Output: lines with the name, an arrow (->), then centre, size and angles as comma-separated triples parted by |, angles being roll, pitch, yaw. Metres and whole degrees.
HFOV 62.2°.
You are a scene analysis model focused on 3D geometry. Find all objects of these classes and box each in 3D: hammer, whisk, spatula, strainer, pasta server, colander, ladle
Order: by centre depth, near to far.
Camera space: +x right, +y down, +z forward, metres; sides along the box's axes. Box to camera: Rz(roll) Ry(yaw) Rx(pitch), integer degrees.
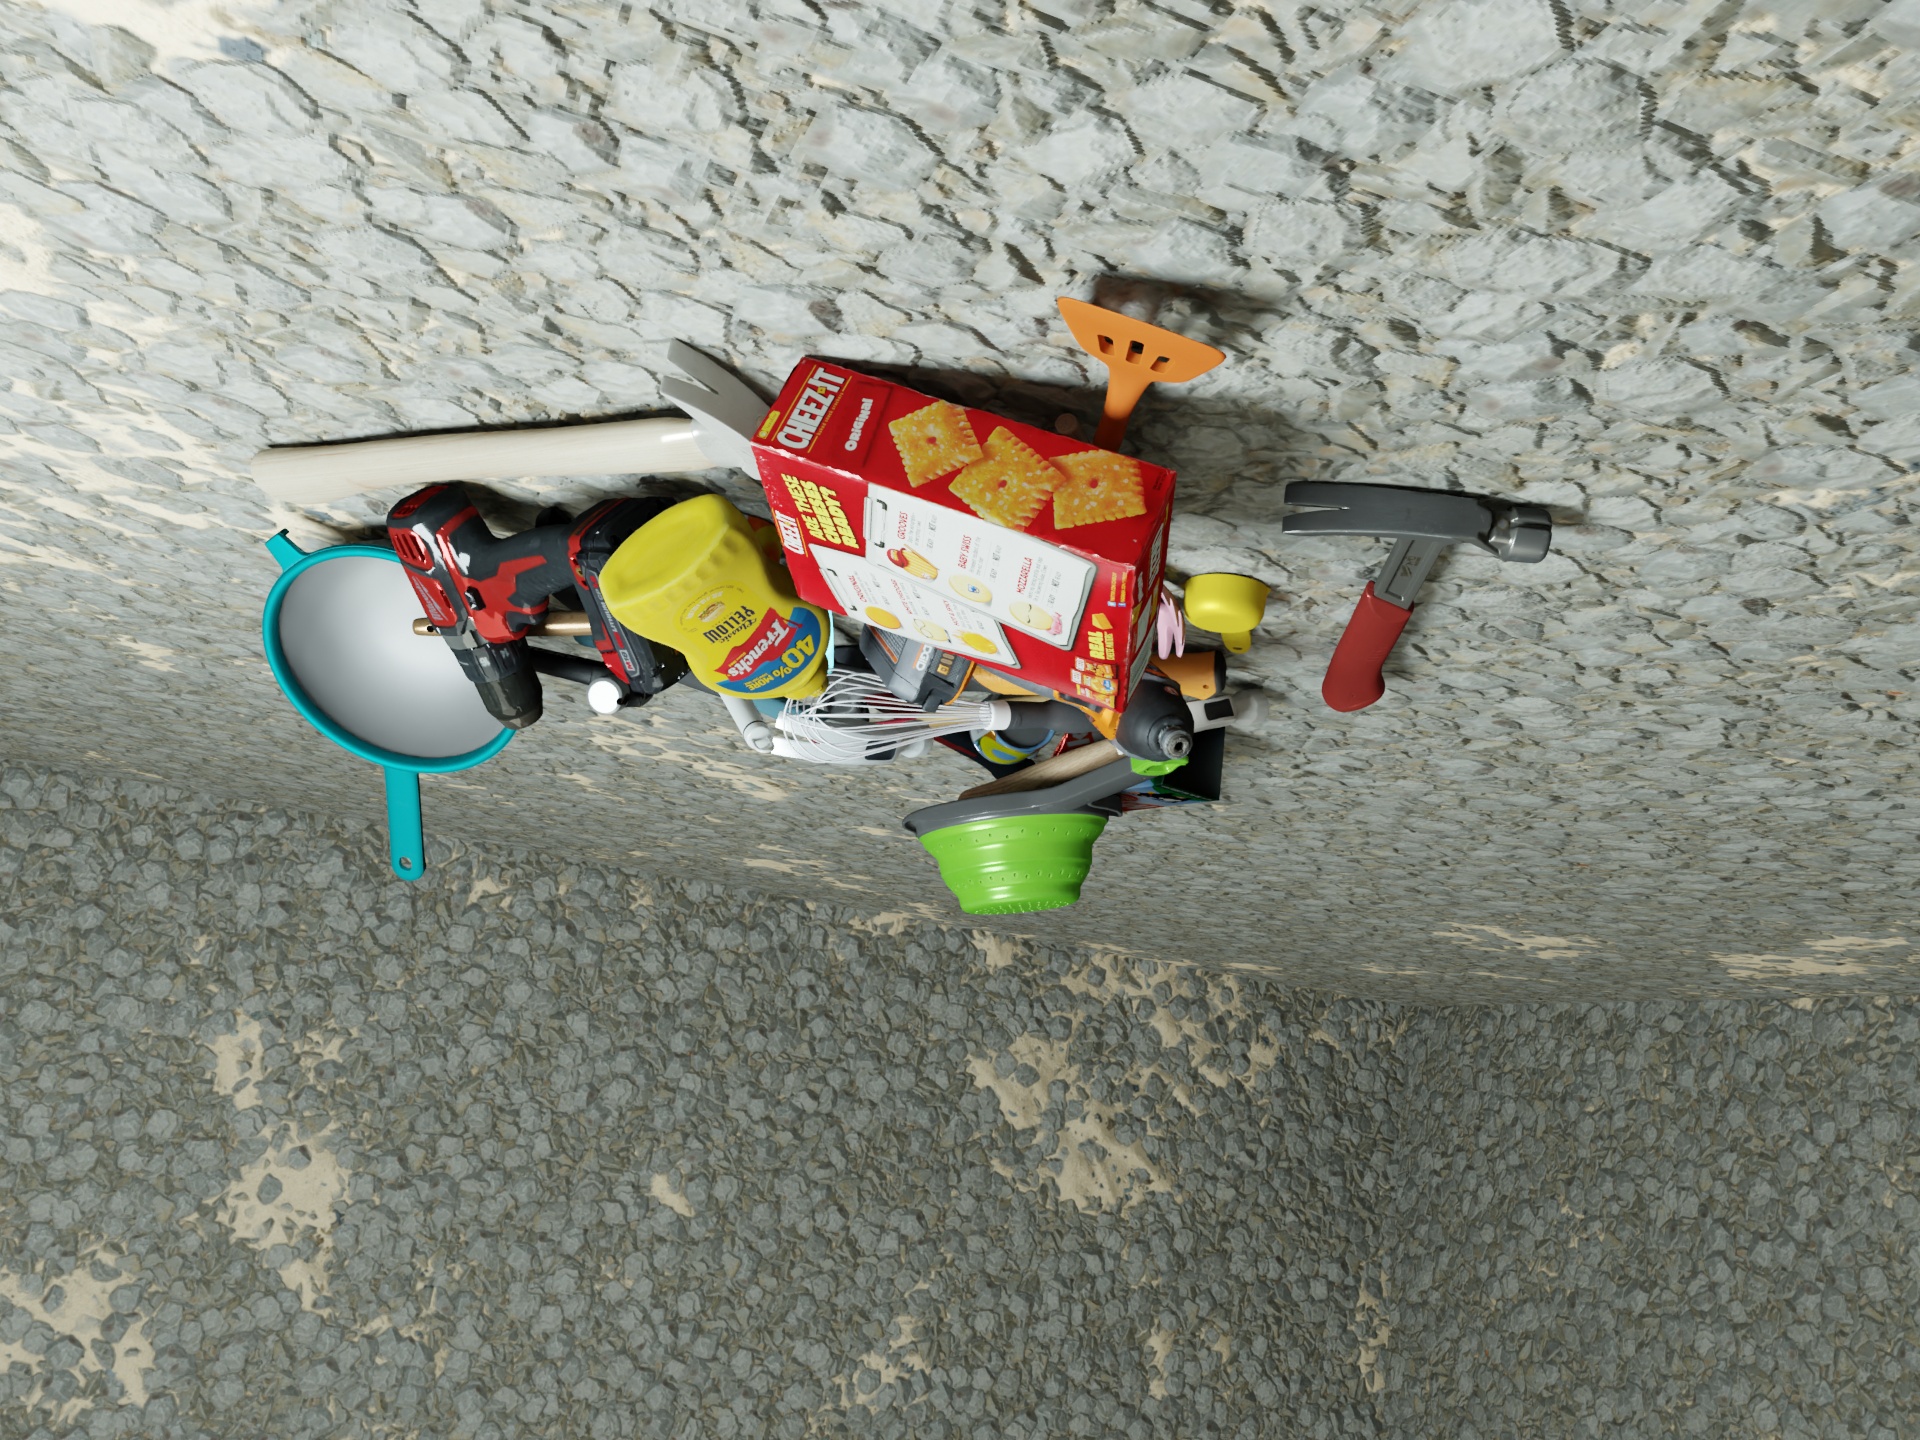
spatula -> 0.072, -0.131, 0.860 | 0.081, 0.041, 0.322 | 20, 156, 3
hammer -> -0.292, -0.168, 0.982 | 0.411, 0.038, 0.146 | 1, 163, 27
pasta server -> 0.098, -0.109, 1.003 | 0.060, 0.040, 0.316 | 13, 168, 20
hammer -> 0.272, -0.071, 1.065 | 0.149, 0.037, 0.359 | 6, 166, 6
spatula -> -0.249, -0.072, 1.170 | 0.317, 0.082, 0.044 | -2, -162, 2
whisk -> -0.002, -0.003, 1.191 | 0.284, 0.070, 0.070 | 0, 172, -30
strainer -> -0.184, -0.045, 1.211 | 0.086, 0.050, 0.259 | -3, -148, -26
hammer -> 0.042, -0.040, 1.274 | 0.337, 0.034, 0.127 | -1, 142, 14
hammer -> -0.187, -0.028, 1.287 | 0.331, 0.033, 0.128 | 21, -165, 31
strainer -> -0.445, -0.017, 1.308 | 0.211, 0.095, 0.340 | 12, 128, 0
ladle -> -0.012, -0.003, 1.379 | 0.315, 0.031, 0.069 | -8, 158, 30
hammer -> -0.424, -0.068, 1.387 | 0.335, 0.035, 0.146 | 13, -167, 7
colander -> 0.085, 0.108, 1.392 | 0.204, 0.094, 0.397 | 1, 166, -25
hammer -> 0.107, 0.035, 1.398 | 0.130, 0.031, 0.331 | -7, 169, -41
hammer -> -0.011, 0.004, 1.519 | 0.143, 0.038, 0.386 | -2, 163, 30

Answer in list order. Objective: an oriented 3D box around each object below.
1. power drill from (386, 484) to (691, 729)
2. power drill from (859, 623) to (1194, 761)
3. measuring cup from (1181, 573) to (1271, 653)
power drill -> -0.277, -0.070, 1.091 | 0.227, 0.080, 0.187 | 5, 127, 30
power drill -> 0.056, -0.032, 1.120 | 0.226, 0.084, 0.164 | 17, -166, -21
measuring cup -> 0.193, -0.065, 1.141 | 0.062, 0.029, 0.156 | 4, 164, 16
